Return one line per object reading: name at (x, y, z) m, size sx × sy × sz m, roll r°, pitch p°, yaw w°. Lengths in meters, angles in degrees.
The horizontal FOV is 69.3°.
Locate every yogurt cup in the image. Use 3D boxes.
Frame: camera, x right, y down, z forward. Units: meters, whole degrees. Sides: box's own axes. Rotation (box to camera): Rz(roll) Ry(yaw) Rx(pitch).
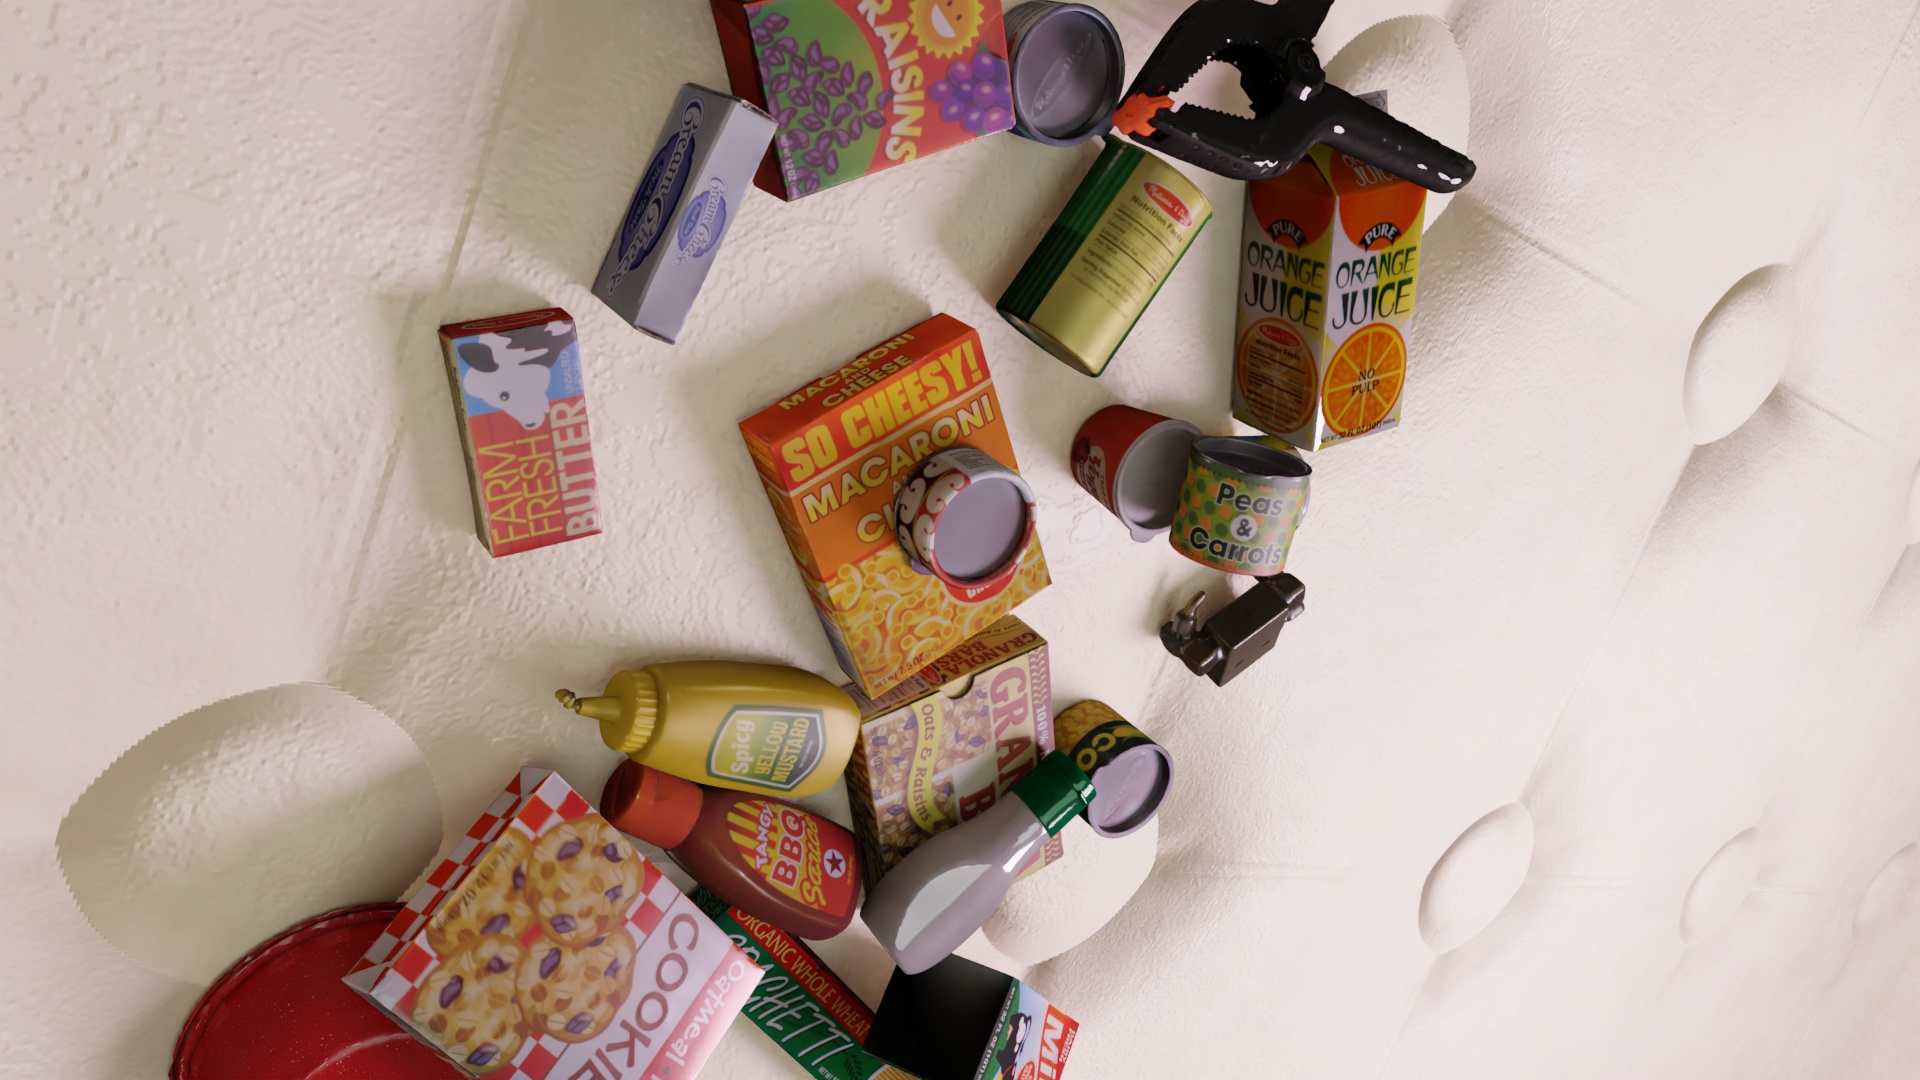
yogurt cup at (0.099, -0.043, 0.786) m, size 0.072 × 0.054 × 0.072 m, roll -15°, pitch 120°, yaw -28°

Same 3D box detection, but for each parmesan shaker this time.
parmesan shaker at (0.070, -0.145, 0.711) m, size 0.071 × 0.071 × 0.103 m, roll 34°, pitch 92°, yaw -40°

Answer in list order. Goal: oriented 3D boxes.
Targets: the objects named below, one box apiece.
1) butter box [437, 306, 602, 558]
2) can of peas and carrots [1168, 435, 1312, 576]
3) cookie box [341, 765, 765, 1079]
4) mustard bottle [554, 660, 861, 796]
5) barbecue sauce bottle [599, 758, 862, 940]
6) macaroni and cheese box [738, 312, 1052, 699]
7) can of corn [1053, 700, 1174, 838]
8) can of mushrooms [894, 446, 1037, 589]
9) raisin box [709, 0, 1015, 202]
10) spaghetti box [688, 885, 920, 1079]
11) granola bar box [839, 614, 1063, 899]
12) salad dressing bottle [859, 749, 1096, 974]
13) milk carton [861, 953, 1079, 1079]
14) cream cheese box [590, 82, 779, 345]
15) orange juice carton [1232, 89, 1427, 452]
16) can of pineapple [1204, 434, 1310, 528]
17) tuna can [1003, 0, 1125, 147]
butter box at (-0.190, -0.047, 0.605) m, size 0.053 × 0.024 × 0.103 m, roll -16°, pitch 120°, yaw -27°
can of peas and carrots at (0.151, -0.018, 0.750) m, size 0.071 × 0.071 × 0.058 m, roll -3°, pitch 114°, yaw -34°
cookie box at (-0.189, 0.211, 0.673) m, size 0.167 × 0.040 × 0.123 m, roll 52°, pitch 55°, yaw -26°
mustard bottle at (-0.128, 0.092, 0.698) m, size 0.160 × 0.049 × 0.065 m, roll 13°, pitch 103°, yaw -38°
barbecue sauce bottle at (-0.119, 0.159, 0.733) m, size 0.043 × 0.065 × 0.148 m, roll -30°, pitch 131°, yaw 34°
macaroni and cheese box at (-0.029, -0.017, 0.720) m, size 0.124 × 0.040 × 0.165 m, roll -32°, pitch 127°, yaw -19°
can of corn at (0.087, 0.141, 0.864) m, size 0.071 × 0.058 × 0.070 m, roll -15°, pitch 120°, yaw -28°
can of mushrooms at (0.002, -0.009, 0.695) m, size 0.071 × 0.033 × 0.070 m, roll -16°, pitch 121°, yaw -29°
raisin box at (-0.039, -0.212, 0.618) m, size 0.124 × 0.040 × 0.085 m, roll -25°, pitch 123°, yaw -24°
spaghetti box at (-0.090, 0.281, 0.830) m, size 0.050 × 0.029 × 0.249 m, roll -41°, pitch 129°, yaw -12°
granola bar box at (-0.003, 0.141, 0.815) m, size 0.124 × 0.039 × 0.164 m, roll -21°, pitch 123°, yaw -25°
salad dressing bottle at (0.012, 0.180, 0.790) m, size 0.148 × 0.044 × 0.064 m, roll -39°, pitch 127°, yaw -13°
milk carton at (0.017, 0.311, 0.860) m, size 0.072 × 0.073 × 0.190 m, roll -66°, pitch 151°, yaw -21°
cream cheese box at (-0.119, -0.140, 0.589) m, size 0.024 × 0.053 × 0.103 m, roll 21°, pitch 99°, yaw -41°
orange juice carton at (0.210, -0.155, 0.796) m, size 0.072 × 0.073 × 0.191 m, roll -17°, pitch 120°, yaw -27°
can of pineapple at (0.165, -0.030, 0.832) m, size 0.058 × 0.071 × 0.070 m, roll -3°, pitch 114°, yaw -34°
tuna can at (0.046, -0.225, 0.674) m, size 0.071 × 0.033 × 0.070 m, roll -15°, pitch 120°, yaw -28°
